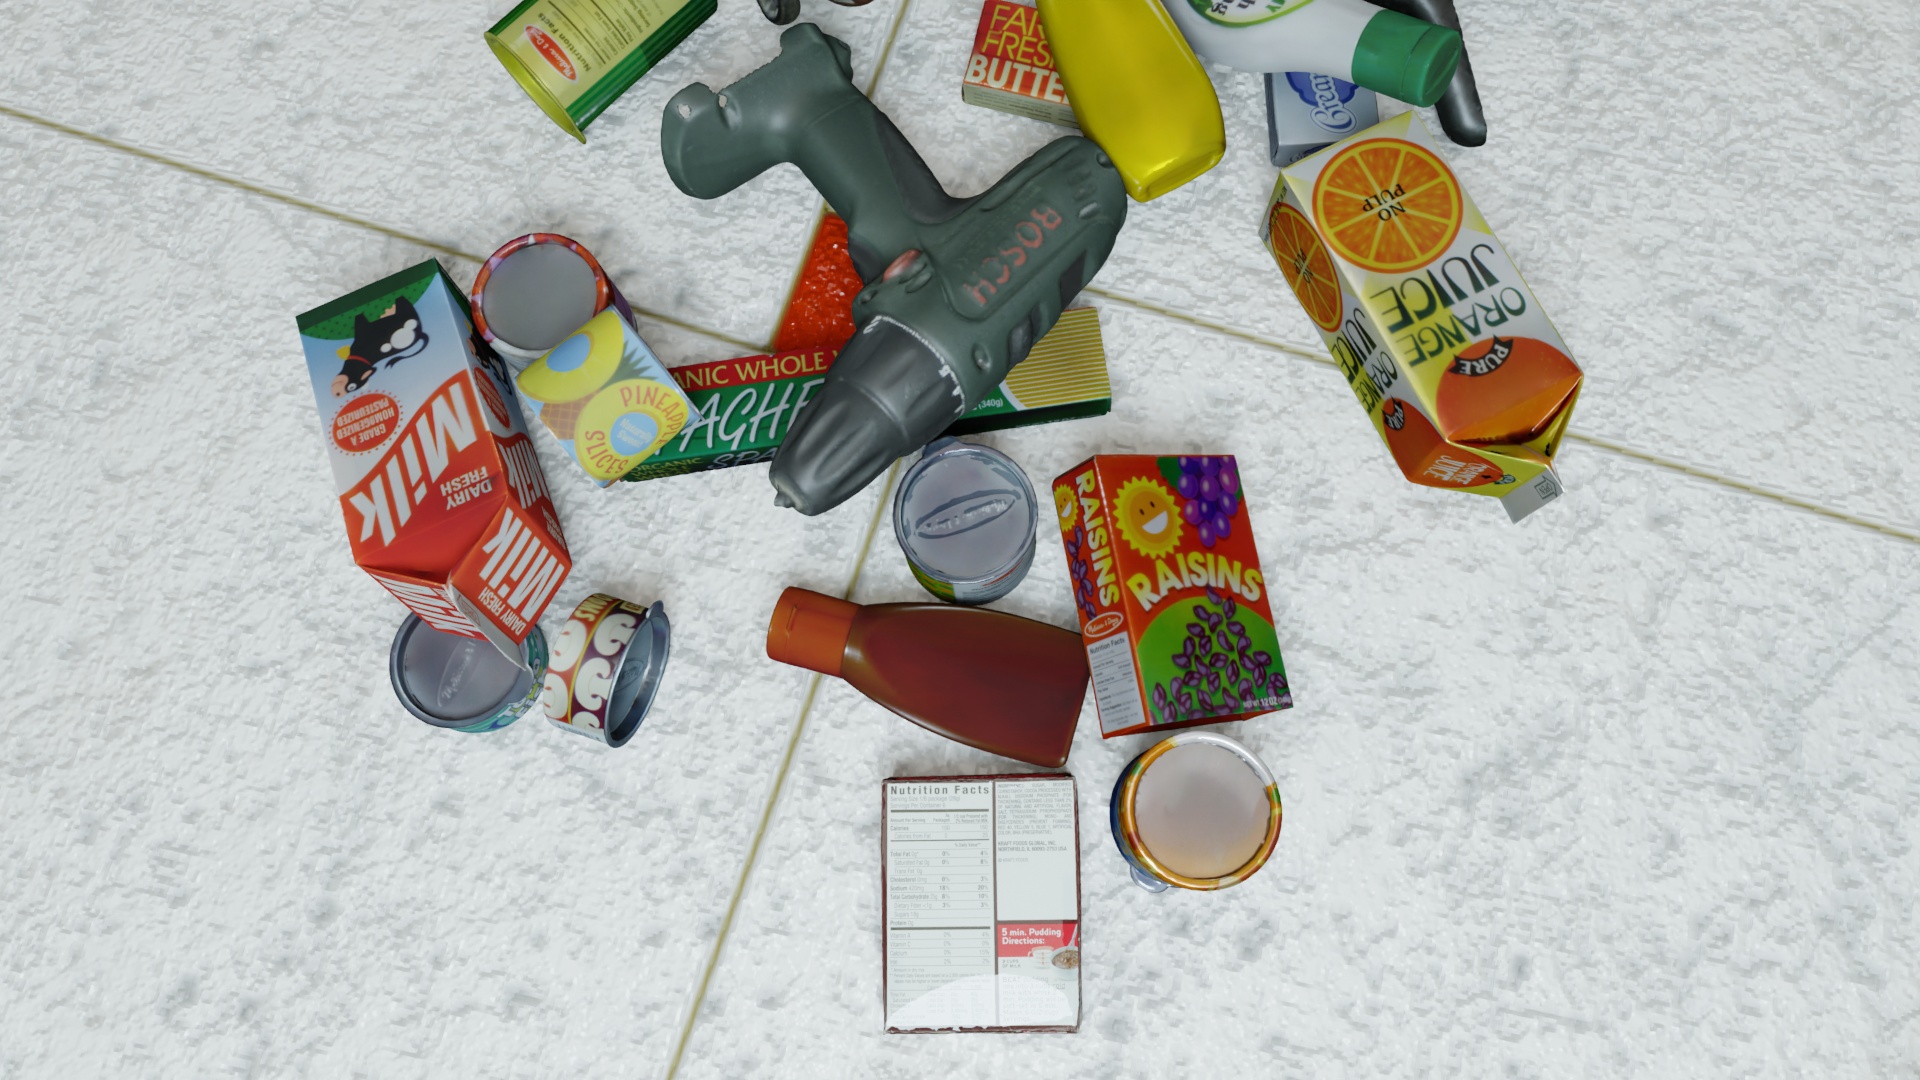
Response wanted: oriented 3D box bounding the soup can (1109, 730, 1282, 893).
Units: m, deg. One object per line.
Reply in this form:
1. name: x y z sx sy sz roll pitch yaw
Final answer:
1. soup can: 0.100 0.121 0.607 0.071 0.083 0.071 -1 77 2

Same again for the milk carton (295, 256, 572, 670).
1. milk carton: -0.238 -0.031 0.640 0.073 0.072 0.191 -25 62 -4

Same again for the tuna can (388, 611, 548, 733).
1. tuna can: -0.231 0.059 0.661 0.071 0.032 0.071 -1 76 2

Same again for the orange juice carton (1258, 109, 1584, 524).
1. orange juice carton: 0.224 -0.098 0.660 0.073 0.071 0.193 -26 77 -3

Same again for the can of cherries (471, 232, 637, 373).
1. can of cherries: -0.200 -0.113 0.688 0.071 0.058 0.071 -1 77 2

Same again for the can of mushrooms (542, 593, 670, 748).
1. can of mushrooms: -0.162 0.057 0.641 0.033 0.071 0.071 17 78 8

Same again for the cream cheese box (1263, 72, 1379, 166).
1. cream cheese box: 0.185 -0.247 0.721 0.053 0.024 0.104 -3 76 3

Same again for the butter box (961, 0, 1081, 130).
1. butter box: 0.056 -0.246 0.726 0.103 0.024 0.053 15 78 6

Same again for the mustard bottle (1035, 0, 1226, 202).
1. mustard bottle: 0.074 -0.248 0.685 0.065 0.049 0.160 -25 82 6

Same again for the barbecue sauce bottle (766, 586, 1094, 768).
1. barbecue sauce bottle: -0.015 0.057 0.648 0.148 0.043 0.065 15 75 6

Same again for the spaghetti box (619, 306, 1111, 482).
1. spaghetti box: -0.051 -0.071 0.687 0.250 0.028 0.050 -8 76 0

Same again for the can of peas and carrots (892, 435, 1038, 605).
1. can of peas and carrots: 0.002 -0.008 0.654 0.071 0.058 0.071 -1 76 2

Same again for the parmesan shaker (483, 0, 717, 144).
1. parmesan shaker: -0.183 -0.267 0.722 0.071 0.071 0.103 44 81 11

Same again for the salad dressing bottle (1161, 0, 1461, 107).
1. salad dressing bottle: 0.169 -0.253 0.679 0.148 0.044 0.064 33 80 29

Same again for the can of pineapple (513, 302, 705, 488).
1. can of pineapple: -0.161 -0.065 0.639 0.058 0.071 0.071 -39 78 -6

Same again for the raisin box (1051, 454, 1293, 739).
1. raisin box: 0.096 0.023 0.636 0.086 0.040 0.123 -3 75 -30
